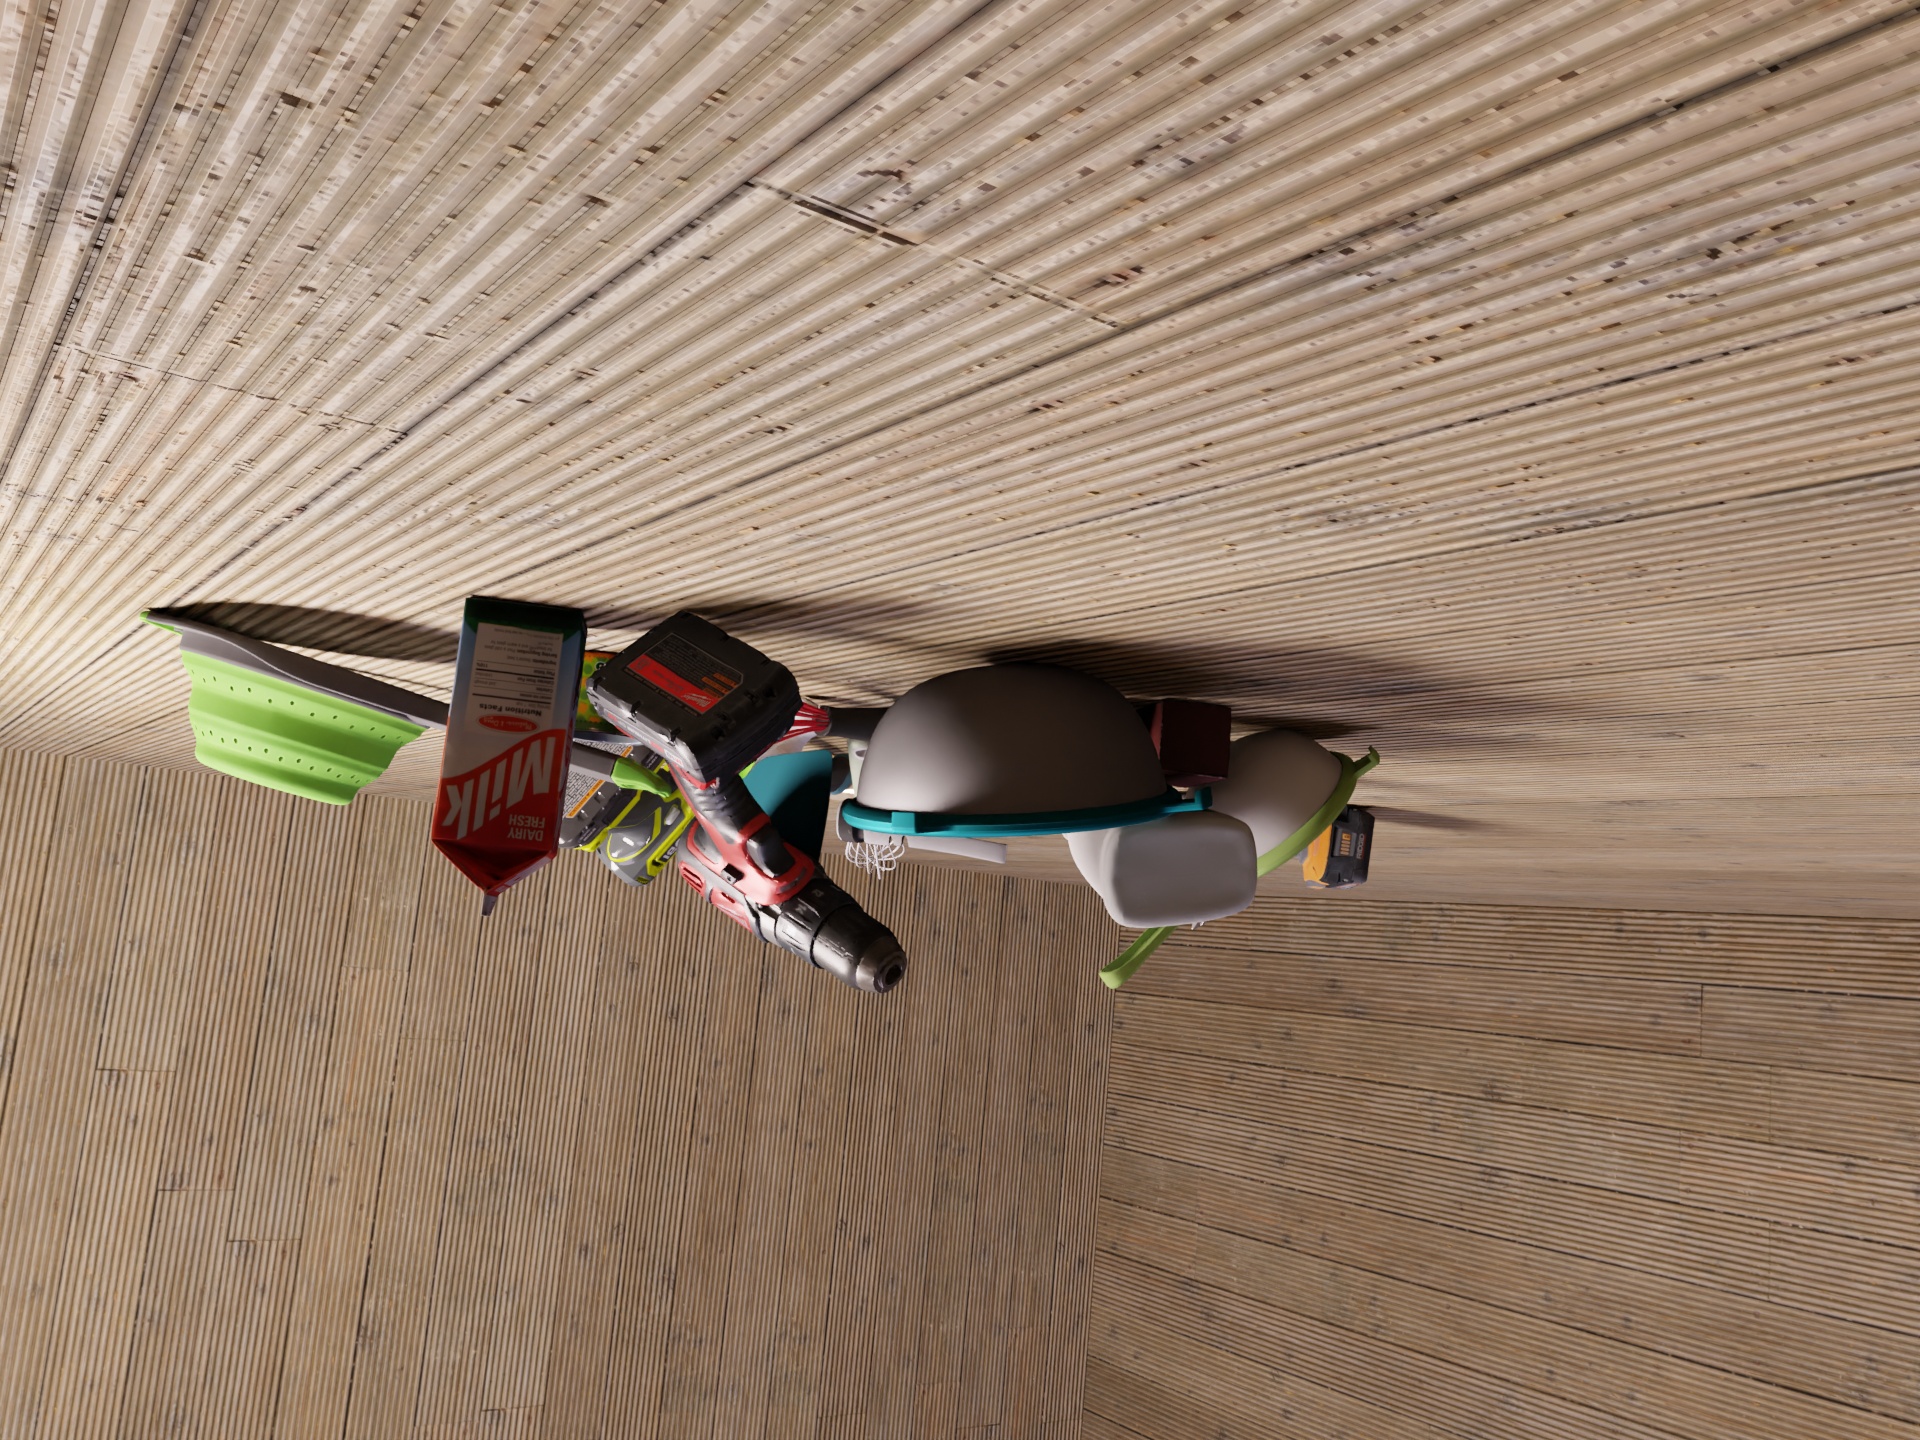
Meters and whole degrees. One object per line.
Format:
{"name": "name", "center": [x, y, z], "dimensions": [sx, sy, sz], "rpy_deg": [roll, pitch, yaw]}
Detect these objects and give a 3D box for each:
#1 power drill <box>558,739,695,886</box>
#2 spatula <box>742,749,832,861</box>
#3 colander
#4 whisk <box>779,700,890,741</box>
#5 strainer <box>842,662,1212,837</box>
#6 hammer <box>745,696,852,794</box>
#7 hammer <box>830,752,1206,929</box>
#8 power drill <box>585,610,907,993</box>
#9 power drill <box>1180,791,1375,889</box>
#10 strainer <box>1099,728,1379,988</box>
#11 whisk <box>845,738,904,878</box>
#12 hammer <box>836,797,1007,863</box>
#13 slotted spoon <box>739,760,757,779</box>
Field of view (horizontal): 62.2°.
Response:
{"name": "power drill", "center": [-0.273, 0.054, 1.370], "dimensions": [0.080, 0.171, 0.223], "rpy_deg": [41, 179, 17]}
{"name": "spatula", "center": [-0.164, 0.056, 1.192], "dimensions": [0.044, 0.082, 0.317], "rpy_deg": [8, 178, -21]}
{"name": "colander", "center": [-0.402, 0.025, 1.133], "dimensions": [0.397, 0.094, 0.204], "rpy_deg": [16, 173, 9]}
{"name": "whisk", "center": [-0.115, -0.002, 1.162], "dimensions": [0.073, 0.073, 0.295], "rpy_deg": [-3, 174, 44]}
{"name": "strainer", "center": [0.012, 0.007, 1.049], "dimensions": [0.211, 0.095, 0.340], "rpy_deg": [-4, -174, -16]}
{"name": "hammer", "center": [-0.134, 0.047, 1.395], "dimensions": [0.033, 0.128, 0.331], "rpy_deg": [37, -179, 6]}
{"name": "hammer", "center": [0.051, 0.092, 1.488], "dimensions": [0.411, 0.146, 0.038], "rpy_deg": [6, -176, 29]}
{"name": "power drill", "center": [-0.121, 0.061, 0.965], "dimensions": [0.188, 0.080, 0.226], "rpy_deg": [29, 148, 36]}
{"name": "power drill", "center": [0.310, 0.118, 1.658], "dimensions": [0.226, 0.084, 0.185], "rpy_deg": [9, 171, 6]}
{"name": "strainer", "center": [0.176, 0.086, 1.156], "dimensions": [0.069, 0.256, 0.151], "rpy_deg": [53, 158, -11]}
{"name": "whisk", "center": [-0.085, 0.076, 1.473], "dimensions": [0.058, 0.059, 0.246], "rpy_deg": [-7, 147, -4]}
{"name": "hammer", "center": [0.044, 0.074, 1.211], "dimensions": [0.127, 0.034, 0.336], "rpy_deg": [5, -178, 27]}
{"name": "slotted spoon", "center": [-0.157, 0.042, 1.527], "dimensions": [0.031, 0.070, 0.313], "rpy_deg": [-15, 173, 12]}
